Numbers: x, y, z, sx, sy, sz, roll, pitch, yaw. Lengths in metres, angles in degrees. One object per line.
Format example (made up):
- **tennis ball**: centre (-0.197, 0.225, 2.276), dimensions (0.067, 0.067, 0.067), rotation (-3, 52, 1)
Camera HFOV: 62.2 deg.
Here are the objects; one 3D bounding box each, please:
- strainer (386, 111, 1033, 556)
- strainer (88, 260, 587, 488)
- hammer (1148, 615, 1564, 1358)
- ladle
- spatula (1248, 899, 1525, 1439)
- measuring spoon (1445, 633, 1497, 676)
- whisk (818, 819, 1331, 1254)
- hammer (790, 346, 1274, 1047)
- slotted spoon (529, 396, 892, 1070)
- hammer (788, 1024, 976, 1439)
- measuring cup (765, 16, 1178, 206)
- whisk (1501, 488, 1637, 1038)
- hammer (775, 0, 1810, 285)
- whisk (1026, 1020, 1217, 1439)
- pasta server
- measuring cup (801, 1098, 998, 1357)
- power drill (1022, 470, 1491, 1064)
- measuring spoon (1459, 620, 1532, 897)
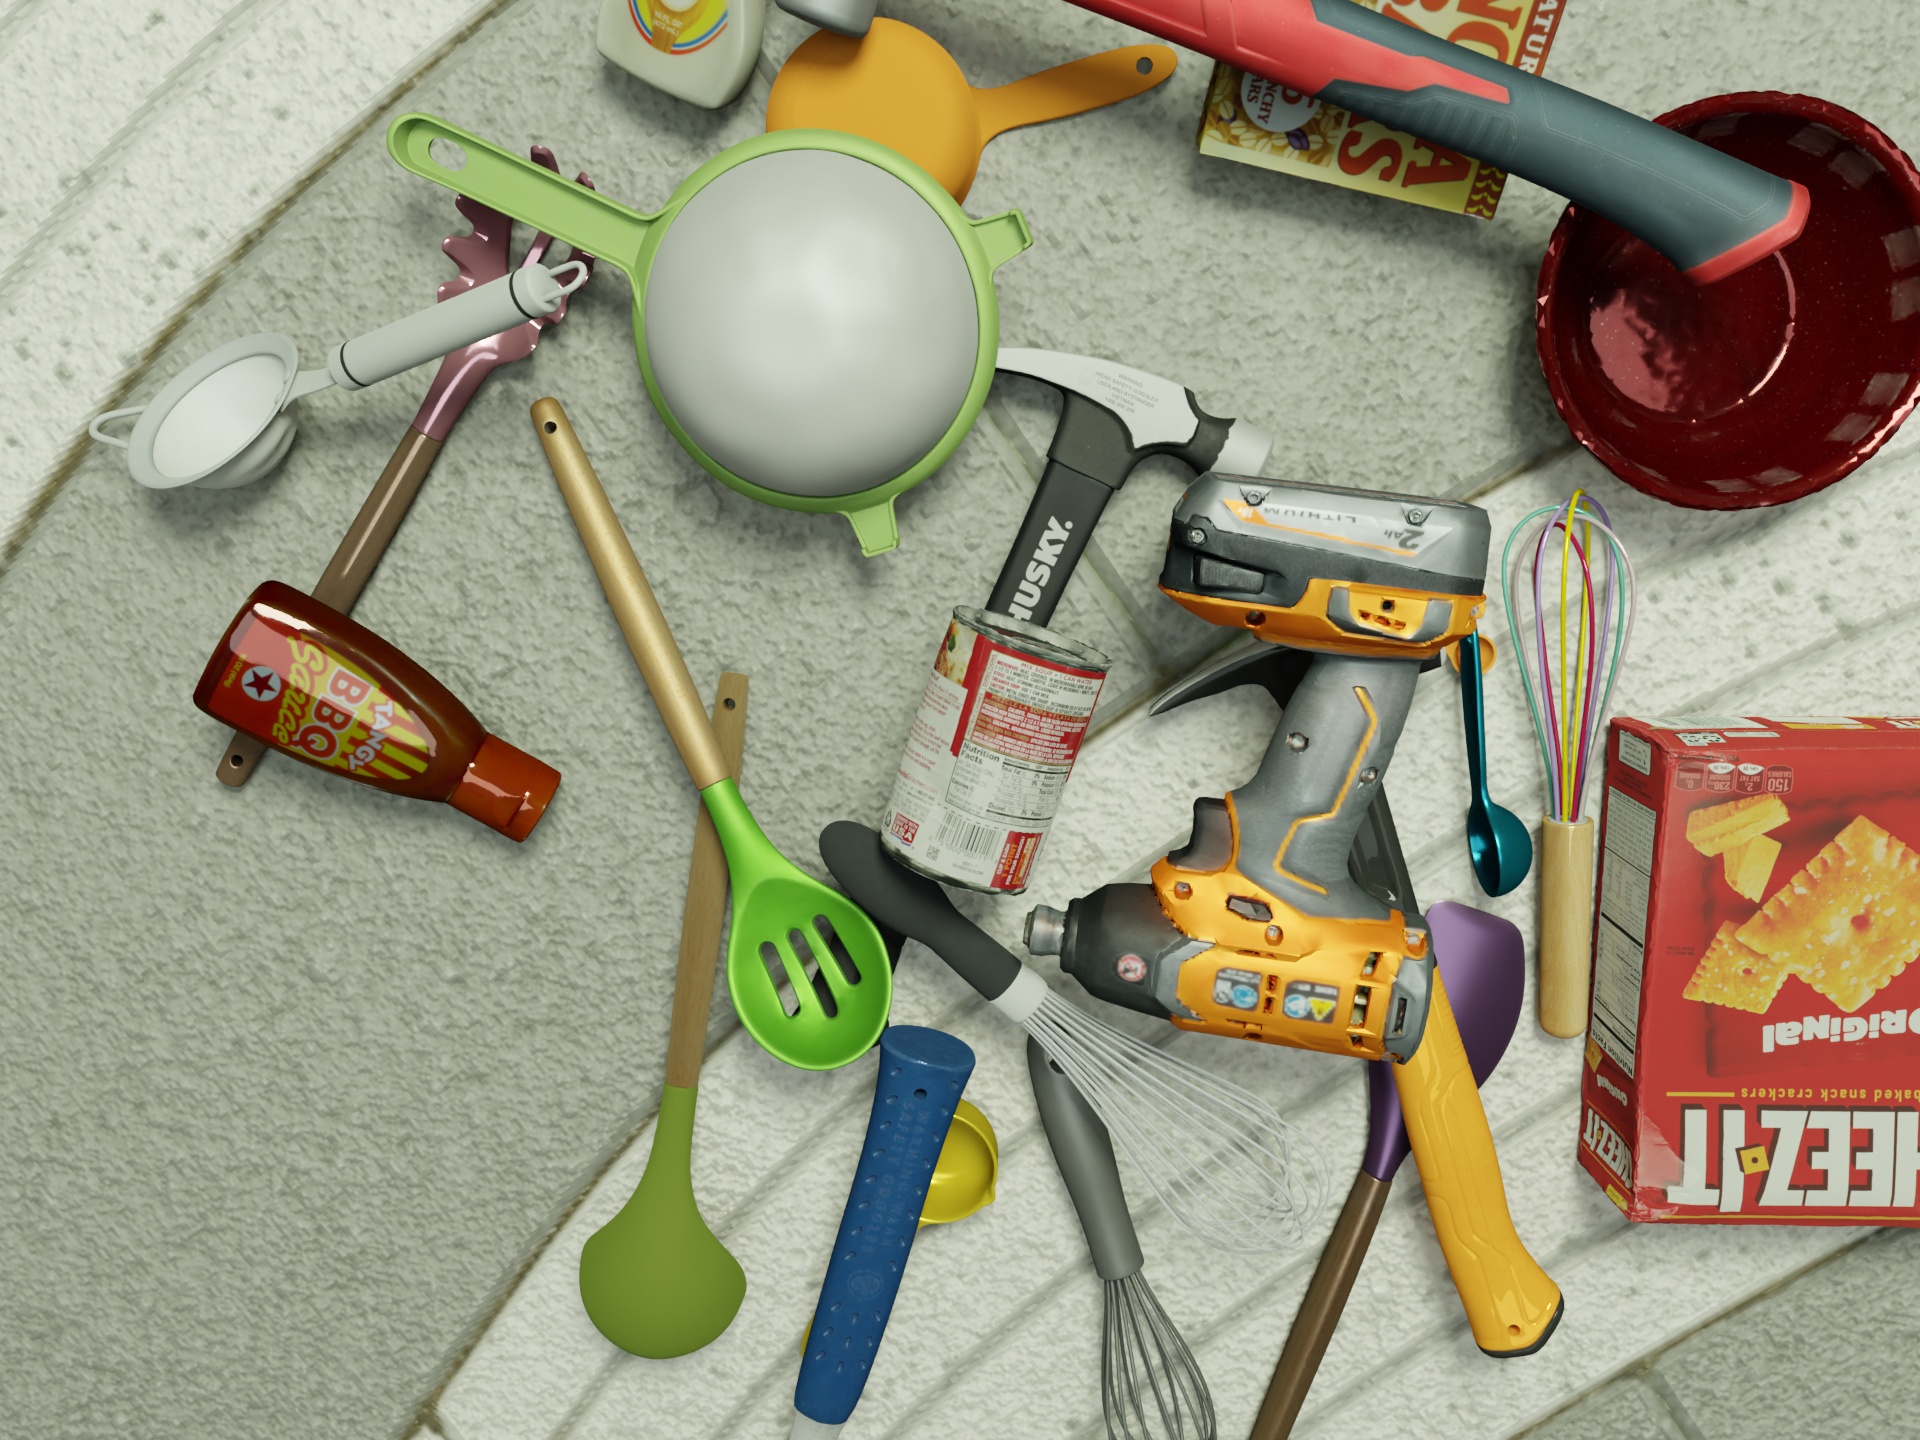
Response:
- **strainer**: centre (-0.110, -0.172, 0.612), dimensions (0.256, 0.069, 0.151), rotation (25, 110, -3)
- **strainer**: centre (-0.251, -0.139, 0.646), dimensions (0.258, 0.087, 0.050), rotation (-12, 143, 26)
- **hammer**: centre (0.189, 0.123, 0.697), dimensions (0.127, 0.034, 0.337), rotation (-17, 95, 9)
- **ladle**: centre (-0.121, 0.137, 0.727), dimensions (0.078, 0.062, 0.320), rotation (8, 93, 2)
- **spatula**: centre (0.186, 0.234, 0.738), dimensions (0.060, 0.018, 0.316), rotation (20, 99, 0)
- **measuring spoon**: centre (0.184, -0.057, 0.695), dimensions (0.117, 0.011, 0.021), rotation (34, 108, 0)
- **whisk**: centre (0.048, 0.138, 0.689), dimensions (0.284, 0.070, 0.070), rotation (41, 98, -9)
- **hammer**: centre (-0.001, -0.002, 0.697), dimensions (0.146, 0.035, 0.334), rotation (24, 100, -3)
- **slotted spoon**: centre (-0.114, 0.003, 0.687), dimensions (0.070, 0.031, 0.314), rotation (-25, 89, 0)
- **hammer**: centre (-0.061, 0.329, 0.736), dimensions (0.144, 0.035, 0.405), rotation (16, 105, -1)
- **measuring cup**: centre (0.005, -0.250, 0.645), dimensions (0.173, 0.052, 0.095), rotation (-14, 99, 6)
- **whisk**: centre (0.261, 0.023, 0.689), dimensions (0.051, 0.047, 0.245), rotation (-3, 103, 3)
- **hammer**: centre (0.134, -0.265, 0.584), dimensions (0.386, 0.038, 0.143), rotation (20, 109, -2)
- **whisk**: centre (0.070, 0.251, 0.733), dimensions (0.055, 0.055, 0.239), rotation (-17, 94, 4)
- **pasta server**: centre (-0.246, -0.101, 0.686), dimensions (0.060, 0.040, 0.316), rotation (32, 100, -8)
- **measuring cup**: centre (-0.034, 0.239, 0.746), dimensions (0.062, 0.029, 0.156), rotation (29, 108, -3)
- **power drill**: centre (0.116, 0.019, 0.635), dimensions (0.164, 0.084, 0.226), rotation (7, 102, 6)
- **measuring spoon**: centre (0.232, 0.013, 0.686), dimensions (0.021, 0.042, 0.128), rotation (-7, 99, 1)
